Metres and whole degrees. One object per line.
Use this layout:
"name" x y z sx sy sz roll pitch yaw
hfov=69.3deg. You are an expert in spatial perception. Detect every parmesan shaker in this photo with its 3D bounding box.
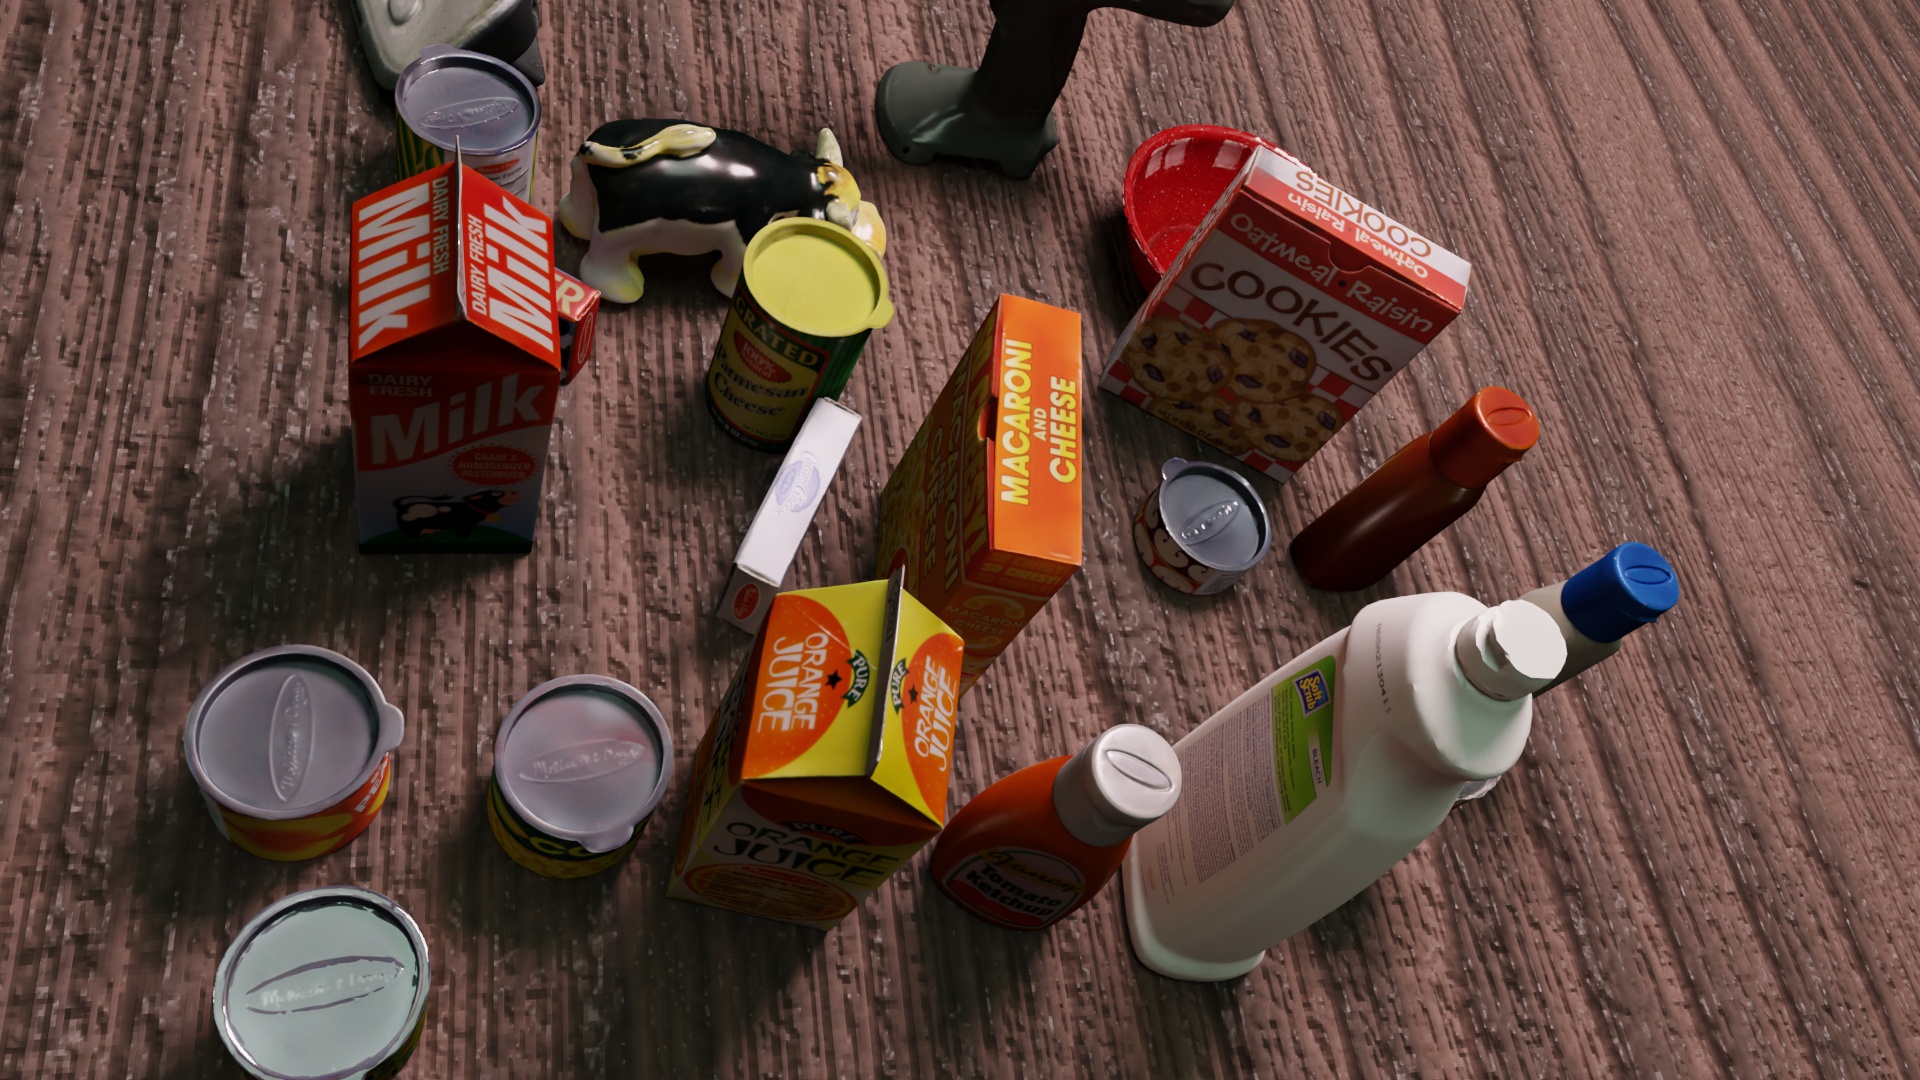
"parmesan shaker" -0.078 -0.093 0.660 0.071 0.102 0.071 10 59 -17

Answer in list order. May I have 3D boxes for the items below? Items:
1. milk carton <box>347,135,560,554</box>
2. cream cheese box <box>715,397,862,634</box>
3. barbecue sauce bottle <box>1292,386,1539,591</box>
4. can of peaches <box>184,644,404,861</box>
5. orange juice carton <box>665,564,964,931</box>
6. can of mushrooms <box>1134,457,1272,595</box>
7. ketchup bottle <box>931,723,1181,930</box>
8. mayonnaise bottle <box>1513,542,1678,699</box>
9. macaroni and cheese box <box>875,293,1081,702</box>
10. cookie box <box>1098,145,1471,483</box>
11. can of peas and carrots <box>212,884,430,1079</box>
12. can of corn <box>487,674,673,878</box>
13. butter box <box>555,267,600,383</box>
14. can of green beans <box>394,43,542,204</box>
"milk carton" -0.199 -0.067 0.543 0.073 0.189 0.072 0 62 -22
"cream cheese box" -0.080 -0.012 0.643 0.024 0.053 0.104 26 55 -6
"barbecue sauce bottle" 0.236 -0.024 0.719 0.065 0.147 0.044 -9 66 -26
"can of peaches" -0.246 0.081 0.519 0.071 0.057 0.071 10 59 -17
"orange juice carton" -0.053 0.082 0.515 0.073 0.191 0.072 16 57 -13
"can of mushrooms" 0.126 -0.008 0.735 0.071 0.033 0.071 10 59 -17
"ketchup bottle" 0.040 0.115 0.559 0.065 0.148 0.044 27 56 -6
"mayonnaise bottle" 0.293 0.050 0.699 0.065 0.147 0.041 2 61 -21
"macaroni and cheese box" 0.002 -0.008 0.604 0.040 0.165 0.124 12 58 -15
"cookie box" 0.163 -0.111 0.728 0.123 0.166 0.040 27 56 -5
"can of peas and carrots" -0.219 0.162 0.483 0.071 0.058 0.071 10 59 -17
"can of corn" -0.151 0.097 0.548 0.071 0.058 0.071 10 59 -17
"butter box" -0.221 -0.118 0.647 0.103 0.053 0.024 28 55 -5
"can of green beans" -0.242 -0.195 0.680 0.071 0.057 0.071 10 59 -17
